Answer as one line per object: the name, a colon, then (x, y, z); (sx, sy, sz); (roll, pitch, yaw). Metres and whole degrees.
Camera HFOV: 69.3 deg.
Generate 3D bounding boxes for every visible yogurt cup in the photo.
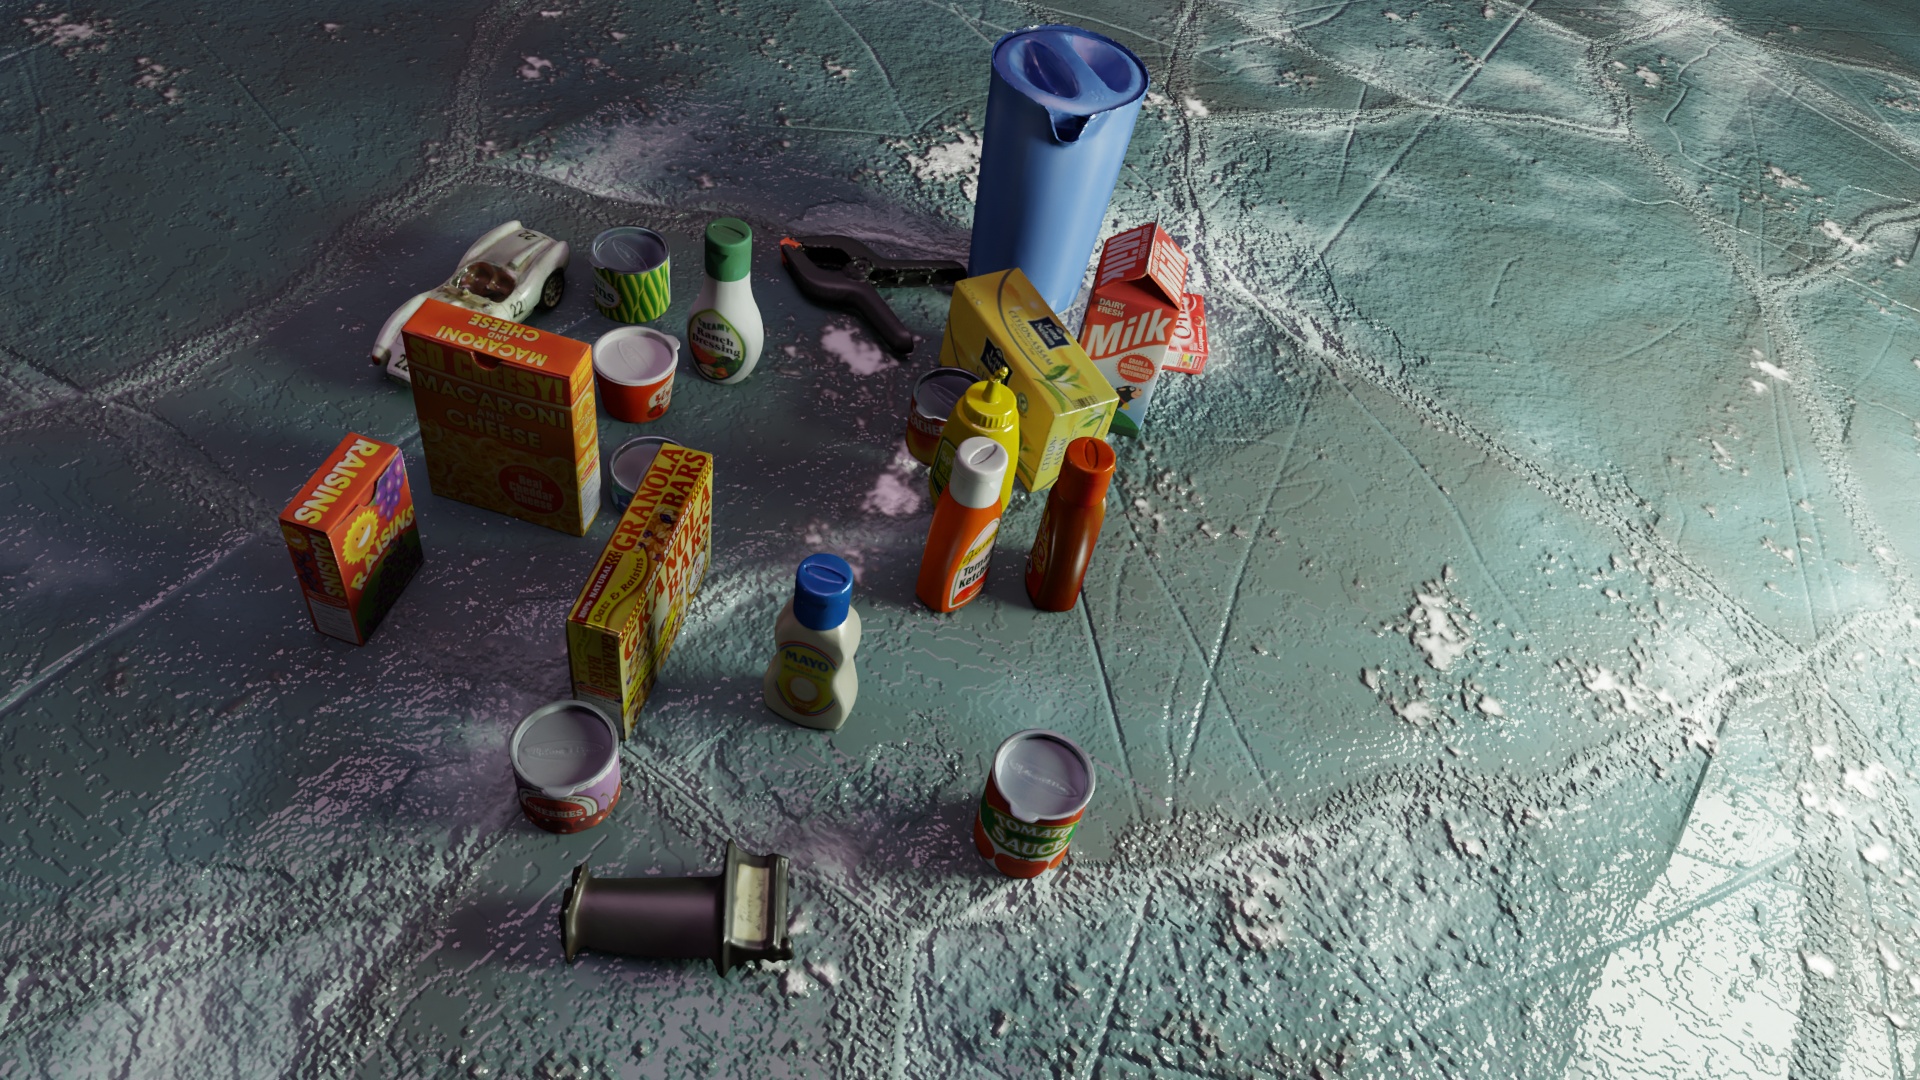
yogurt cup: (-0.265, -0.133, 1.131); (0.072, 0.053, 0.073); (6, 49, -6)

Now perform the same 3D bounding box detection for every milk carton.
milk carton: (0.139, -0.181, 1.162); (0.073, 0.189, 0.073); (14, 49, 1)

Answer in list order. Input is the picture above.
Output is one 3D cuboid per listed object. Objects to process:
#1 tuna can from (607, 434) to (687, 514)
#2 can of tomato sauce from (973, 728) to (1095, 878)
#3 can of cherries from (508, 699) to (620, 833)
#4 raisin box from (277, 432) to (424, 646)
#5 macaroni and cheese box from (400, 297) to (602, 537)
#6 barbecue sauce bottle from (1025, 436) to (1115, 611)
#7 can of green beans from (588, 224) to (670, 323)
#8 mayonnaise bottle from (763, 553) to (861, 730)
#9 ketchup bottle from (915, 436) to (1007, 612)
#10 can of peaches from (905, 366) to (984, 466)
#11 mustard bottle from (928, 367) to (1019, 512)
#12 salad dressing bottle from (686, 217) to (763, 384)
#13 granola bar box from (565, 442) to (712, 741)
tuna can: (-0.236, -0.047, 1.076); (0.071, 0.032, 0.071); (6, 49, -6)
can of tomato sauce: (0.046, 0.175, 0.907); (0.071, 0.082, 0.071); (6, 49, -6)
can of cherries: (-0.253, 0.147, 0.888); (0.071, 0.058, 0.072); (6, 49, -6)
raisin box: (-0.409, 0.000, 0.941); (0.040, 0.122, 0.086); (18, 49, 4)
macaroni and cheese box: (-0.326, -0.084, 1.002); (0.124, 0.165, 0.040); (16, 49, 3)
barbecue sauce bottle: (0.082, -0.014, 1.034); (0.044, 0.147, 0.065); (5, 49, -7)
can of green beans: (-0.287, -0.231, 1.209); (0.071, 0.057, 0.071); (6, 49, -6)
mayonnaise bottle: (-0.097, 0.068, 0.928); (0.065, 0.147, 0.041); (19, 49, 5)
ketchup bottle: (0.004, -0.013, 1.017); (0.043, 0.148, 0.065); (36, 53, 19)
can of peaches: (-0.012, -0.100, 1.150); (0.071, 0.057, 0.071); (6, 49, -6)
mustard bottle: (0.014, -0.075, 1.065); (0.049, 0.159, 0.065); (-28, 60, -30)
salad dressing bottle: (-0.192, -0.195, 1.137); (0.064, 0.146, 0.044); (22, 49, 8)
granola bar box: (-0.216, 0.033, 0.950); (0.039, 0.123, 0.166); (15, 49, 2)
